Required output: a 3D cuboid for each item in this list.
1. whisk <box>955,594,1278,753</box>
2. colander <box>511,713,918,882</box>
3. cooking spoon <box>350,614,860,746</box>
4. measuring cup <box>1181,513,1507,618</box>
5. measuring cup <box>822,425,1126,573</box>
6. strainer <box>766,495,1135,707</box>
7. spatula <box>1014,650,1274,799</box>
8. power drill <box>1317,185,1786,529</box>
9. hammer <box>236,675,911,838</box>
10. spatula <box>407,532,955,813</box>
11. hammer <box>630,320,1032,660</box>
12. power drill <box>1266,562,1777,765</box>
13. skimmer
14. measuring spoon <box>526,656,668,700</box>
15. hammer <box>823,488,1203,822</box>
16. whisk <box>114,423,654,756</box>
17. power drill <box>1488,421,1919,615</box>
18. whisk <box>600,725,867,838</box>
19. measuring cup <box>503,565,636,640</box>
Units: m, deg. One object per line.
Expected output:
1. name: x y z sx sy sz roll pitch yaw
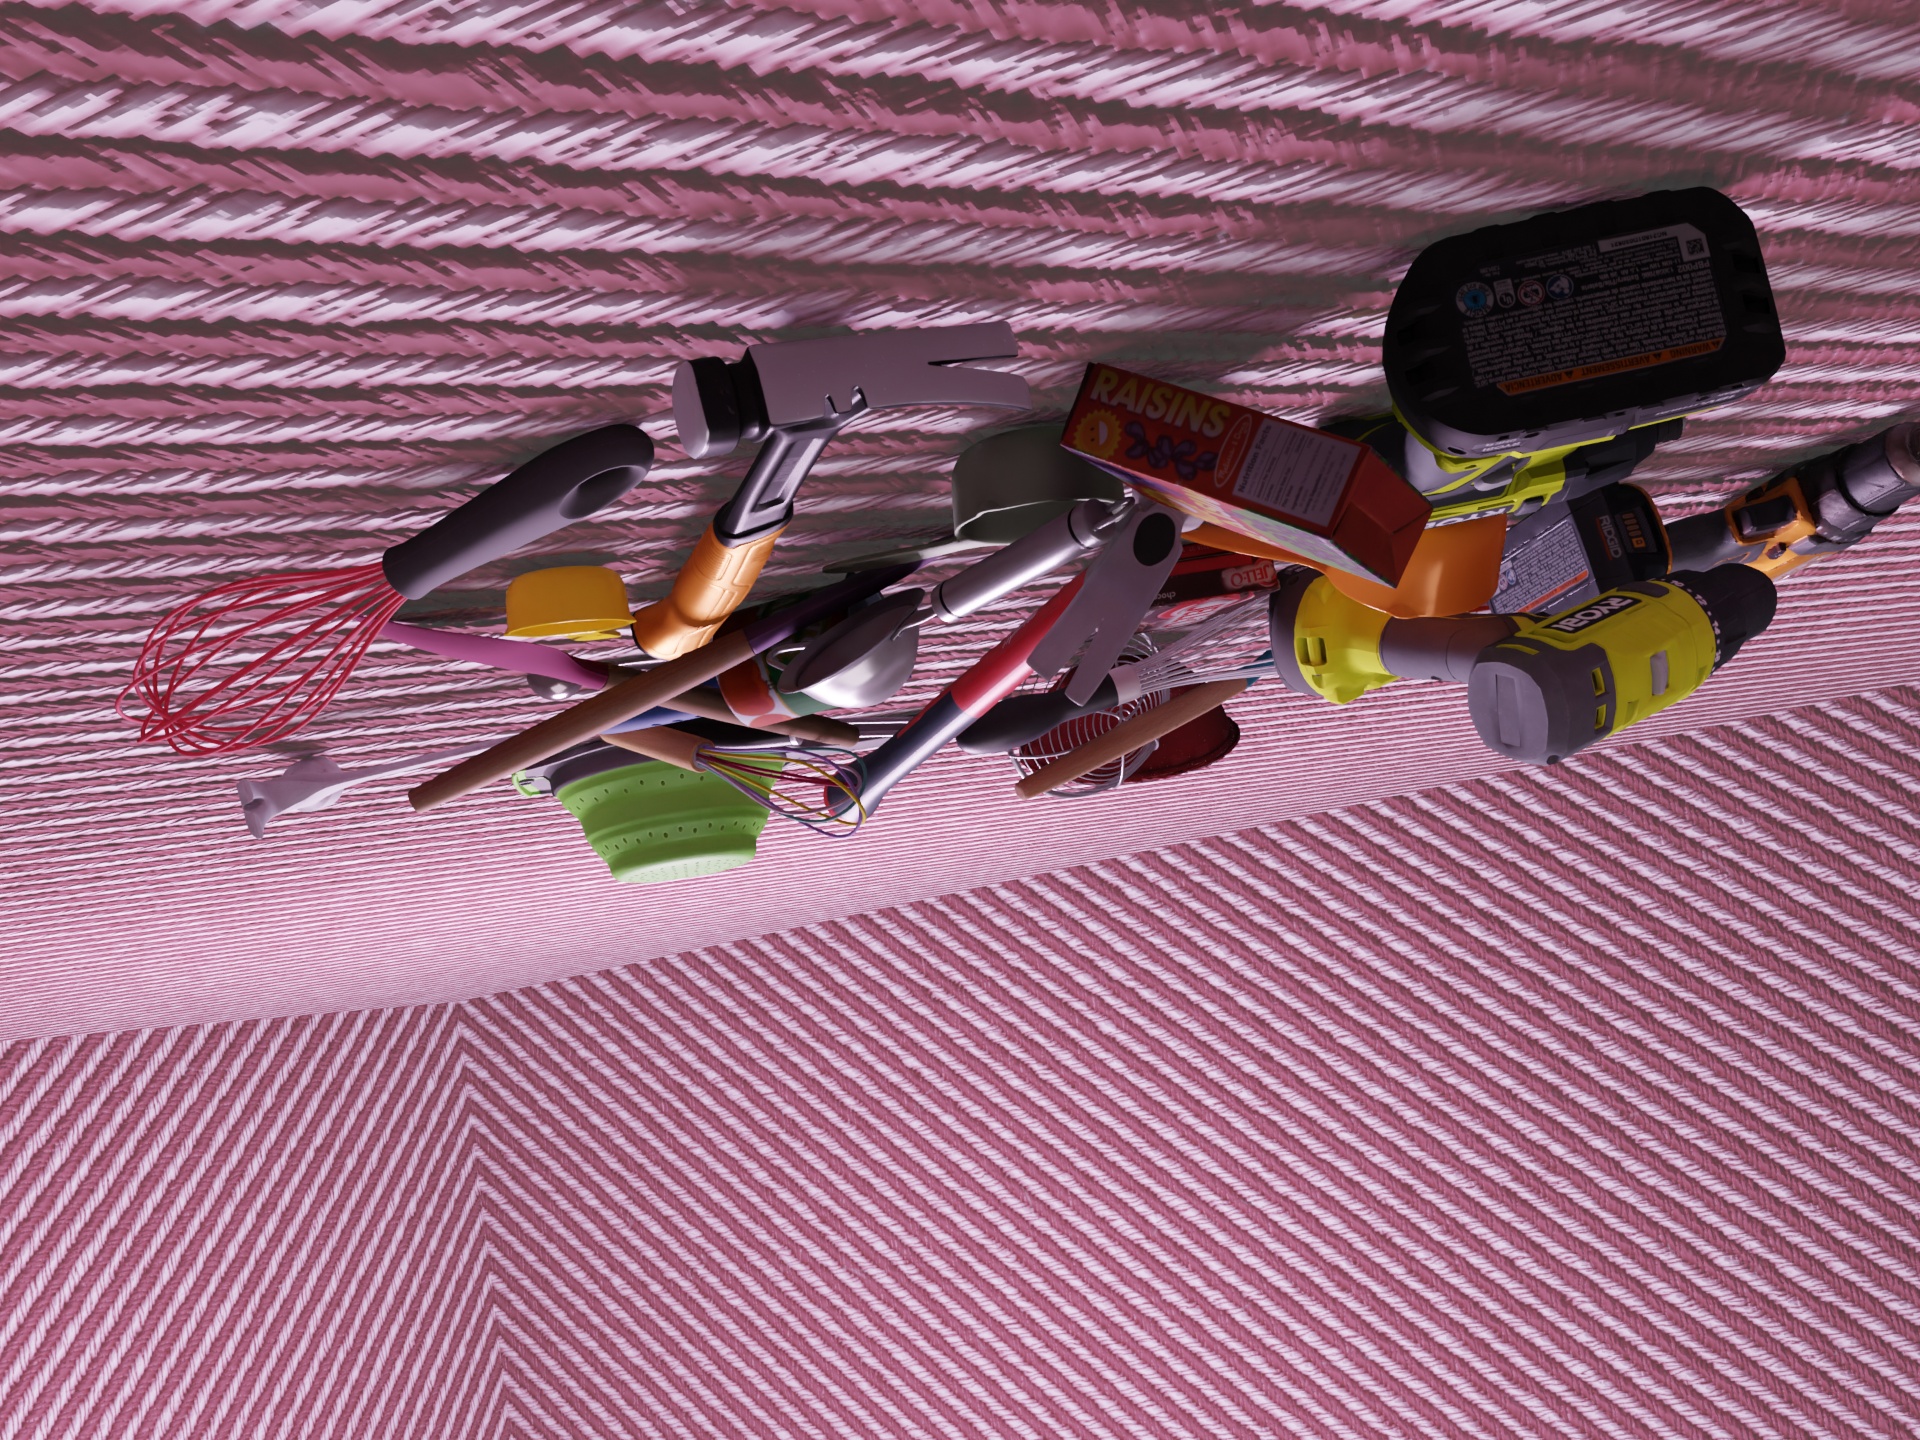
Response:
1. whisk: 0.130 -0.032 0.986 0.284 0.070 0.070 -19 171 -9
2. colander: -0.137 0.058 1.230 0.397 0.094 0.204 -9 169 -11
3. cooking spoon: -0.172 -0.018 0.854 0.069 0.017 0.318 8 175 44
4. measuring cup: 0.194 -0.105 0.826 0.173 0.052 0.095 12 -143 15
5. measuring cup: -0.002 -0.098 0.722 0.167 0.038 0.083 -9 173 38
6. strainer: -0.008 -0.050 0.727 0.258 0.050 0.087 -24 -161 50
7. spatula: 0.166 -0.007 1.025 0.317 0.044 0.082 -25 -175 -28
8. power drill: 0.241 -0.134 0.664 0.171 0.080 0.223 -11 173 5
9. hammer: -0.230 0.004 0.957 0.405 0.035 0.144 -13 -174 0
10. spatula: -0.128 -0.028 0.791 0.316 0.018 0.060 -26 -175 -2
11. hammer: -0.087 -0.083 0.689 0.127 0.034 0.337 -12 172 -22
12. power drill: 0.300 -0.051 0.867 0.190 0.080 0.229 -22 -158 -26
13. skimmer: -0.044 -0.006 1.068 0.363 0.127 0.090 -1 -159 12
14. measuring spoon: -0.191 -0.026 0.938 0.124 0.018 0.034 -8 169 -14
15. hammer: -0.001 -0.003 0.865 0.143 0.038 0.386 -57 -171 -32
16. whisk: -0.243 -0.054 0.658 0.296 0.073 0.073 -23 165 24
17. power drill: 0.458 -0.116 0.966 0.226 0.084 0.185 -12 168 -16
18. whisk: -0.145 0.023 0.980 0.245 0.051 0.047 14 173 40
19. measuring cup: -0.189 -0.056 0.796 0.062 0.029 0.156 -7 -179 -5
